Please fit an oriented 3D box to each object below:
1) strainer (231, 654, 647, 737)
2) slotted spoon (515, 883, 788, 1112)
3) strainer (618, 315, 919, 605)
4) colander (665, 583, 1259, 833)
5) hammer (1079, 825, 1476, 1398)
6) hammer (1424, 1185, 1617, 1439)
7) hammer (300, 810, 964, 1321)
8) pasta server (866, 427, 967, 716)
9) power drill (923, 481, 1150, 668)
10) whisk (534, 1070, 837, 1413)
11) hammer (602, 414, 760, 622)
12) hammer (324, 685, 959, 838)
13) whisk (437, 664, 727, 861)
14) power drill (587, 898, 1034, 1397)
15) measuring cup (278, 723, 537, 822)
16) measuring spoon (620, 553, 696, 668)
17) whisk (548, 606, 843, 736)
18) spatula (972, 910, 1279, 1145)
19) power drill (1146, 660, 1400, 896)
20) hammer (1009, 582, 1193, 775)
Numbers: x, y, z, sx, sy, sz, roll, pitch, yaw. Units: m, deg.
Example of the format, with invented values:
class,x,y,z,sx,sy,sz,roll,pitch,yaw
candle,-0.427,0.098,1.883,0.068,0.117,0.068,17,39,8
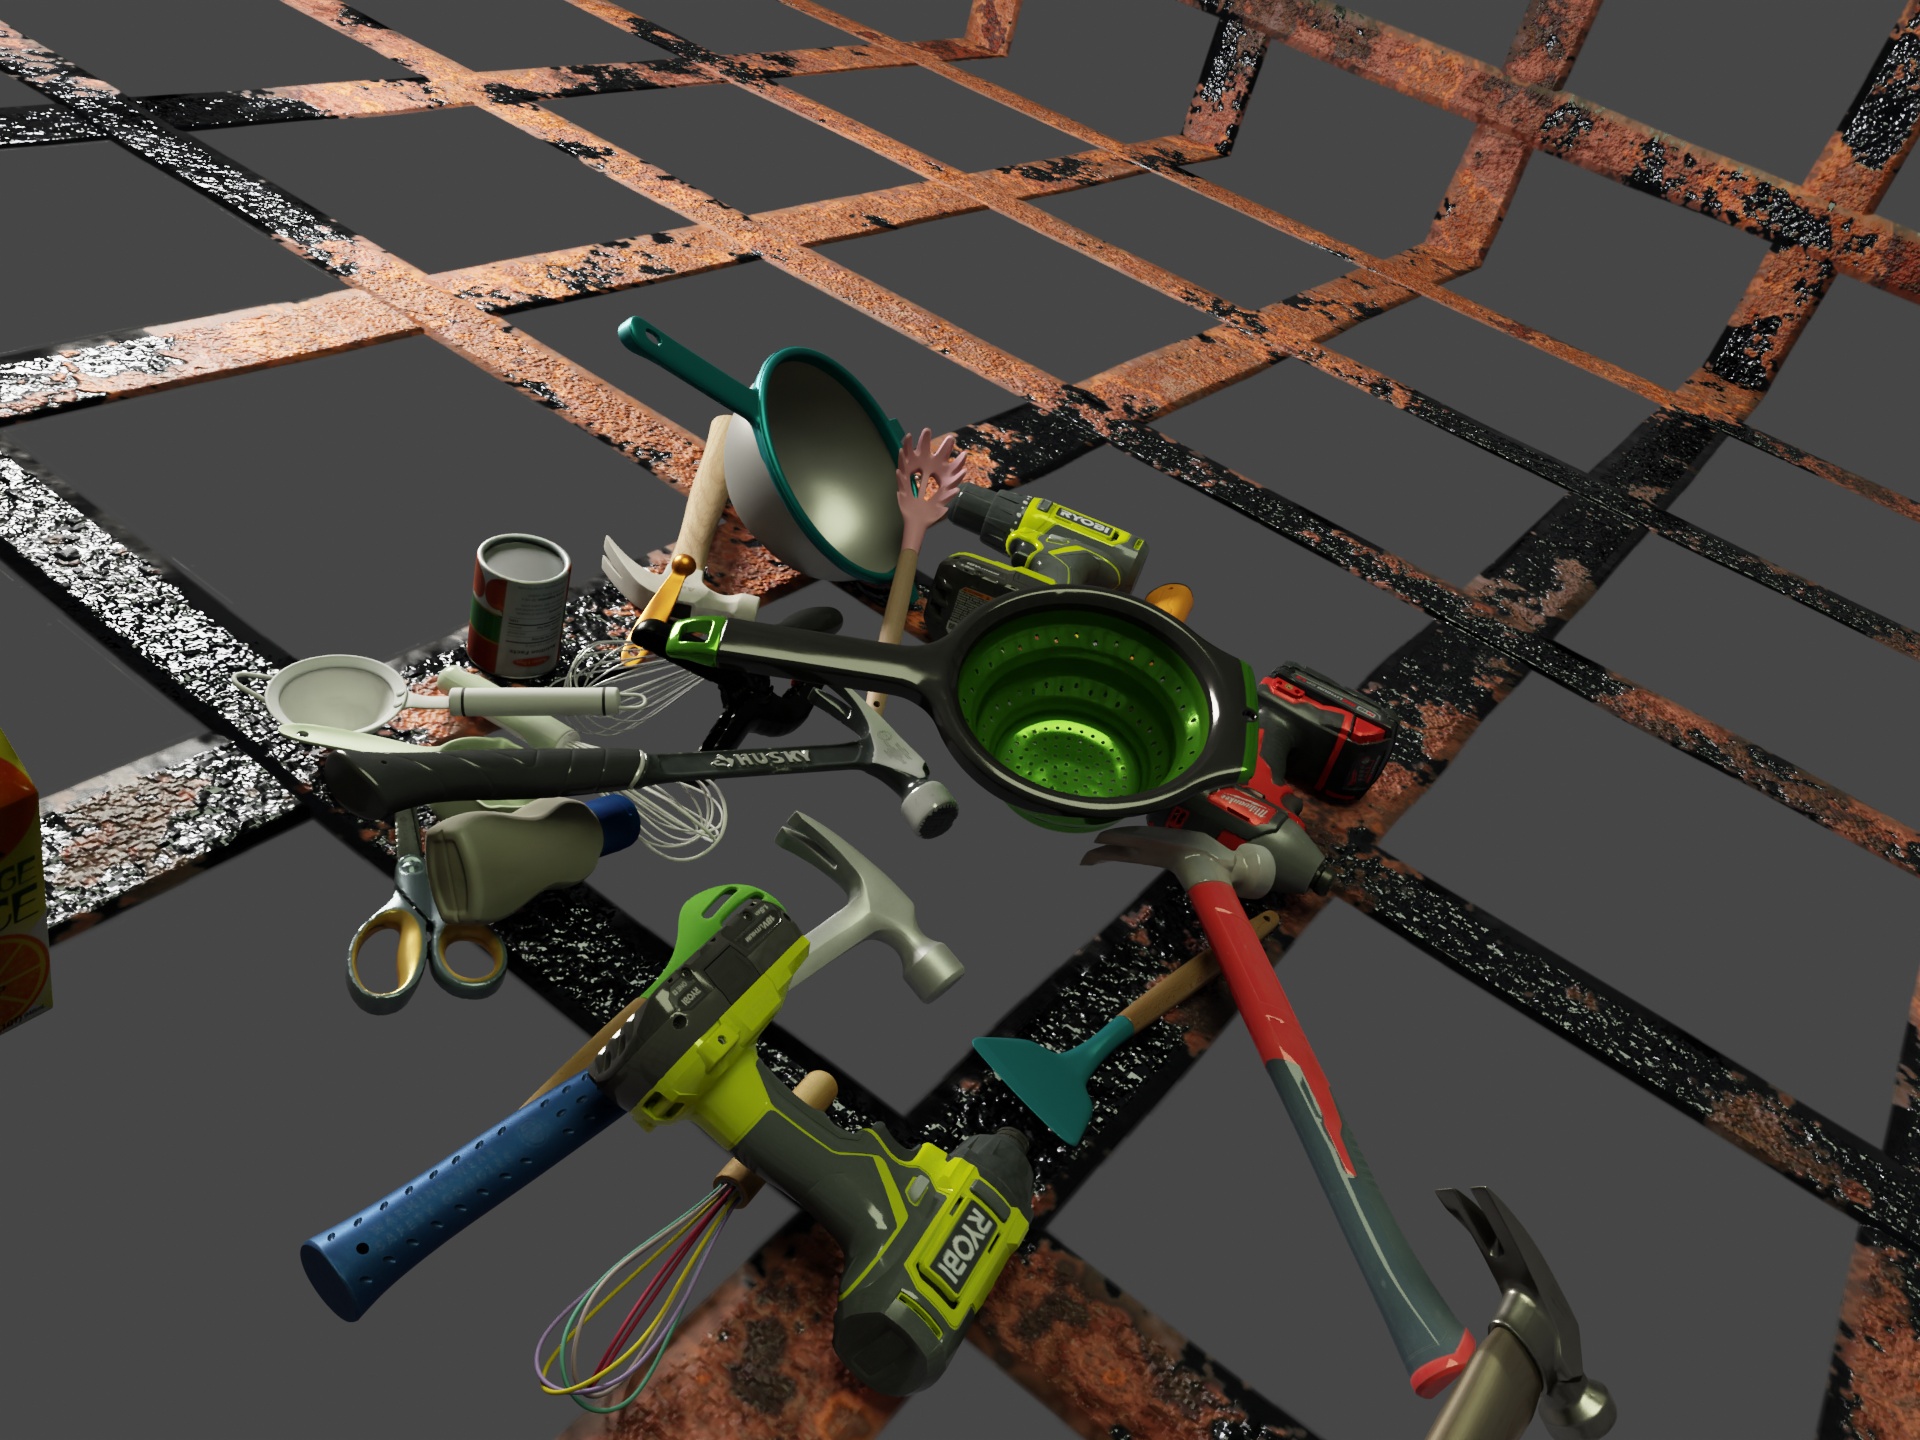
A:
class,x,y,z,sx,sy,sz,roll,pitch,yaw
strainer,-0.335,-0.009,1.036,0.258,0.050,0.087,0,39,-6
slotted spoon,-0.189,0.177,0.887,0.070,0.031,0.314,30,38,12
strainer,-0.168,-0.218,1.290,0.340,0.095,0.211,27,49,-47
colander,-0.002,-0.003,1.087,0.397,0.094,0.205,9,49,0
hammer,0.191,0.215,0.959,0.143,0.038,0.387,9,39,-27
hammer,0.181,0.381,0.708,0.410,0.038,0.146,-32,95,-44
hammer,-0.166,0.176,0.857,0.144,0.035,0.405,48,42,11
pasta server,-0.044,-0.121,1.292,0.060,0.040,0.316,17,49,-8
power drill,0.051,-0.131,1.379,0.190,0.080,0.229,23,32,6
whisk,-0.124,0.251,0.798,0.051,0.047,0.245,42,34,4
hammer,-0.222,-0.182,1.366,0.130,0.031,0.332,12,34,-8
hammer,-0.187,0.025,0.988,0.408,0.036,0.149,-2,42,-44
whisk,-0.256,0.022,1.060,0.246,0.059,0.057,27,-8,20
power drill,-0.064,0.207,0.815,0.223,0.080,0.171,44,32,2
measuring cup,-0.339,0.036,0.989,0.167,0.038,0.083,14,27,-17
measuring spoon,-0.230,-0.085,1.210,0.021,0.011,0.117,20,56,2
whisk,-0.183,-0.047,1.179,0.070,0.070,0.284,36,34,25
spatula,0.124,0.178,1.008,0.082,0.044,0.317,43,40,21
power drill,0.248,0.050,1.215,0.143,0.078,0.220,29,39,19
hammer,0.148,-0.042,1.301,0.127,0.034,0.337,-4,23,23
